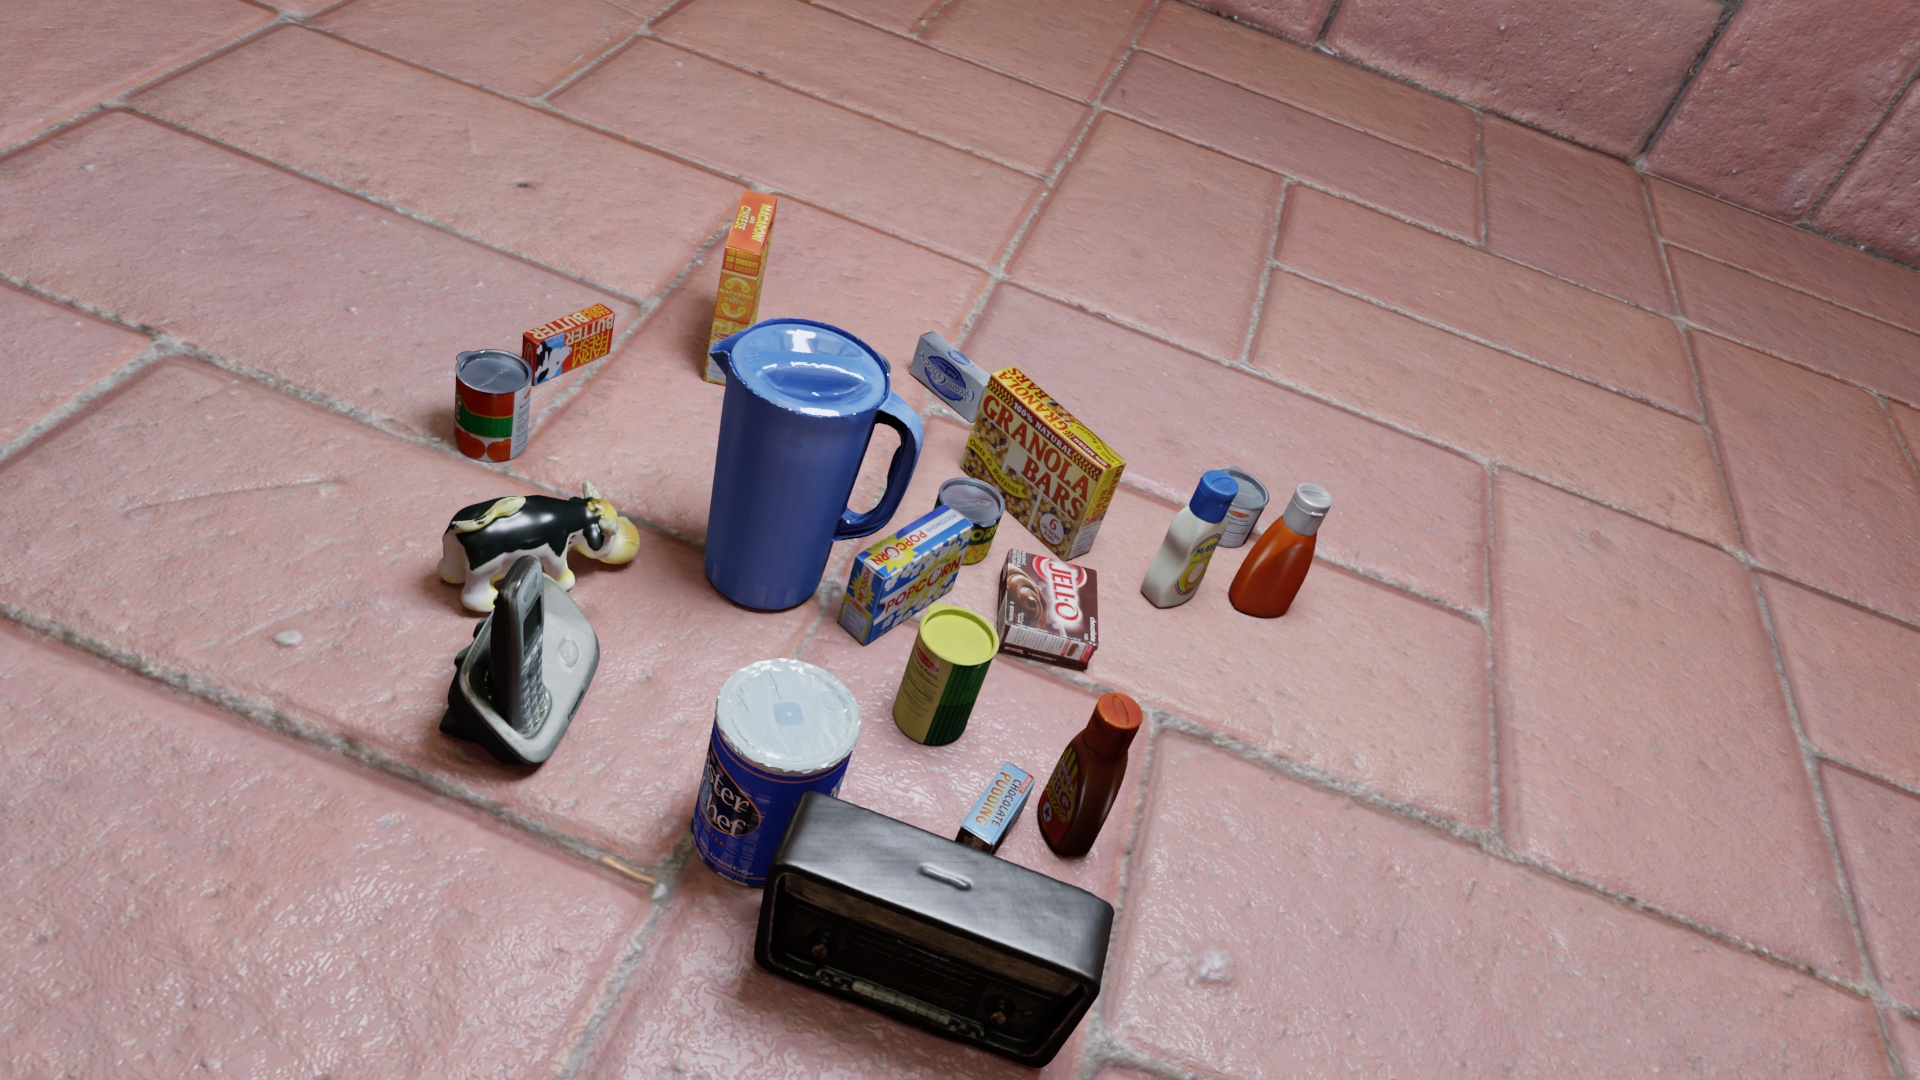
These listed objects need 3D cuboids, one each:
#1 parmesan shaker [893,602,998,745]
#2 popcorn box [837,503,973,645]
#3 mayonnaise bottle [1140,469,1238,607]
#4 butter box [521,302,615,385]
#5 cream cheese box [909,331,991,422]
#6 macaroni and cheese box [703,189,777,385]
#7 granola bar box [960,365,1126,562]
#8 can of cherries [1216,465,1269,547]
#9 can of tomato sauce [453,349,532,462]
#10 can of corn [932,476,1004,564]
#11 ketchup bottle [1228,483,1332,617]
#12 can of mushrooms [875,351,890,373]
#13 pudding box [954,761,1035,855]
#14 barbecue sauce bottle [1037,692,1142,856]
[{"bbox_3d":[-0.015,0.111,1.157,0.071,0.102,0.072,11,40,-9],"label":"parmesan shaker"},{"bbox_3d":[-0.049,0.029,1.252,0.038,0.084,0.127,37,43,21],"label":"popcorn box"},{"bbox_3d":[0.226,-0.001,1.347,0.065,0.147,0.041,-18,52,-36],"label":"mayonnaise bottle"},{"bbox_3d":[-0.397,-0.199,1.403,0.024,0.052,0.104,34,42,18],"label":"butter box"},{"bbox_3d":[-0.009,-0.181,1.535,0.104,0.053,0.024,41,44,24],"label":"cream cheese box"},{"bbox_3d":[-0.229,-0.263,1.454,0.040,0.165,0.124,12,40,-8],"label":"macaroni and cheese box"},{"bbox_3d":[0.079,-0.077,1.395,0.039,0.123,0.166,-22,55,-39],"label":"granola bar box"},{"bbox_3d":[0.287,-0.036,1.482,0.071,0.058,0.072,11,40,-9],"label":"can of cherries"},{"bbox_3d":[-0.433,-0.124,1.279,0.071,0.082,0.071,11,40,-9],"label":"can of tomato sauce"},{"bbox_3d":[0.005,-0.017,1.348,0.071,0.058,0.071,11,40,-9],"label":"can of corn"},{"bbox_3d":[0.320,0.011,1.370,0.065,0.148,0.044,6,41,-15],"label":"ketchup bottle"},{"bbox_3d":[-0.114,-0.181,1.509,0.071,0.033,0.071,11,40,-9],"label":"can of mushrooms"},{"bbox_3d":[0.025,0.219,1.090,0.030,0.049,0.084,29,40,12],"label":"pudding box"},{"bbox_3d":[0.102,0.180,1.088,0.044,0.147,0.065,3,42,-19],"label":"barbecue sauce bottle"}]
